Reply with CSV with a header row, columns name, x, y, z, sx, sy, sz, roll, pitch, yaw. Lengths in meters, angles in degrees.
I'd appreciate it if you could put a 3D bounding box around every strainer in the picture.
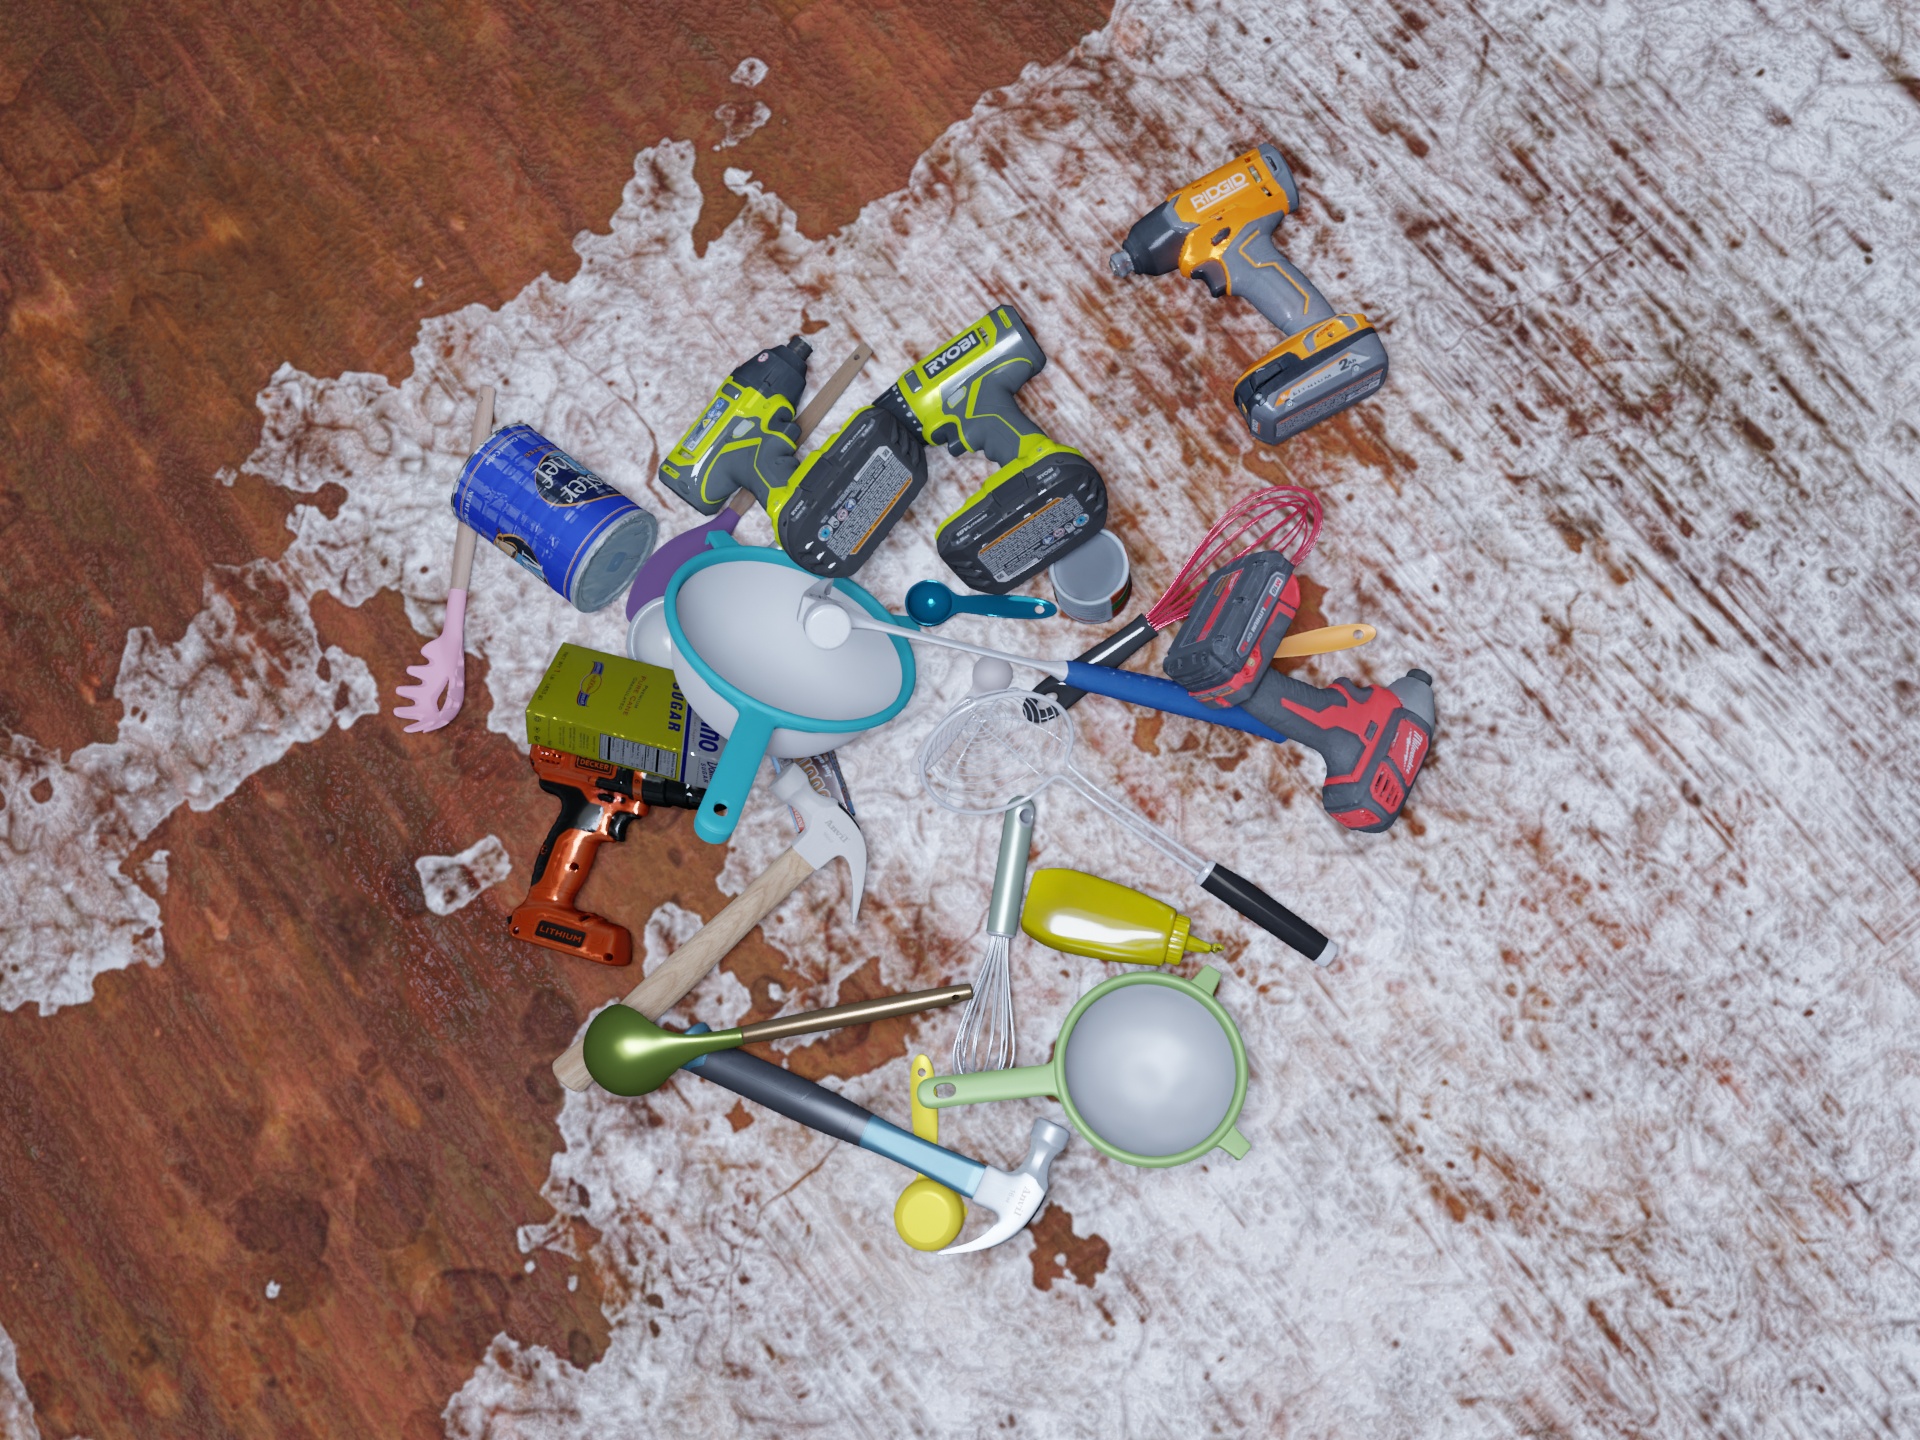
name,x,y,z,sx,sy,sz,roll,pitch,yaw
strainer,-0.158,-0.001,1.236,0.211,0.341,0.095,24,128,-8
strainer,-0.195,-0.111,1.361,0.258,0.050,0.087,-43,96,-2
strainer,0.094,0.284,1.250,0.256,0.069,0.152,-6,67,-2

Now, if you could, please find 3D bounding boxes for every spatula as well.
name,x,y,z,sx,sy,sz,roll,pitch,yaw
spatula,-0.182,-0.202,1.379,0.060,0.018,0.316,40,90,3

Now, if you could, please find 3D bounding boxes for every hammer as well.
name,x,y,z,sx,sy,sz,roll,pitch,yaw
hammer,0.069,-0.044,1.247,0.405,0.144,0.035,13,102,-14
hammer,-0.087,0.324,1.283,0.331,0.033,0.128,21,76,15
hammer,-0.209,0.191,1.317,0.331,0.031,0.130,-43,102,6

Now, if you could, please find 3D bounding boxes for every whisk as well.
name,x,y,z,sx,sy,sz,roll,pitch,yaw
whisk,0.031,0.182,1.298,0.057,0.059,0.246,14,80,-28
whisk,0.171,-0.091,1.305,0.296,0.073,0.073,-37,80,8

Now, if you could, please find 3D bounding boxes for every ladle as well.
name,x,y,z,sx,sy,sz,roll,pitch,yaw
ladle,-0.147,0.243,1.279,0.320,0.062,0.078,-11,102,1

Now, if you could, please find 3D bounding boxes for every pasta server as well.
name,x,y,z,sx,sy,sz,roll,pitch,yaw
pasta server,-0.442,-0.143,1.396,0.060,0.040,0.316,3,82,25

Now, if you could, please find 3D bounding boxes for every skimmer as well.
name,x,y,z,sx,sy,sz,roll,pitch,yaw
skimmer,0.137,0.099,1.253,0.363,0.090,0.127,34,117,2

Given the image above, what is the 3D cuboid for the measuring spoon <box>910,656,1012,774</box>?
name,x,y,z,sx,sy,sz,roll,pitch,yaw
measuring spoon,-0.002,-0.004,1.334,0.034,0.018,0.124,39,90,10

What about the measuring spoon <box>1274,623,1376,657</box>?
name,x,y,z,sx,sy,sz,roll,pitch,yaw
measuring spoon,0.284,-0.062,1.310,0.117,0.011,0.021,-10,81,2

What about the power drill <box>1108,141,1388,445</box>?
name,x,y,z,sx,sy,sz,roll,pitch,yaw
power drill,0.235,-0.347,1.315,0.164,0.084,0.227,-27,77,4

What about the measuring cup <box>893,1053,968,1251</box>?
name,x,y,z,sx,sy,sz,roll,pitch,yaw
measuring cup,-0.029,0.351,1.290,0.062,0.029,0.156,-4,84,7

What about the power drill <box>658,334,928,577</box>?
name,x,y,z,sx,sy,sz,roll,pitch,yaw
power drill,-0.135,-0.221,1.297,0.171,0.080,0.223,-52,48,-2

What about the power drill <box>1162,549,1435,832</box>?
name,x,y,z,sx,sy,sz,roll,pitch,yaw
power drill,0.278,-0.027,1.239,0.219,0.078,0.143,37,68,-15

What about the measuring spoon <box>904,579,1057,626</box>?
name,x,y,z,sx,sy,sz,roll,pitch,yaw
measuring spoon,0.017,-0.094,1.346,0.128,0.021,0.042,3,70,-1

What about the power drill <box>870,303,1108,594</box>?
name,x,y,z,sx,sy,sz,roll,pitch,yaw
power drill,0.006,-0.214,1.294,0.190,0.080,0.229,-33,52,11
